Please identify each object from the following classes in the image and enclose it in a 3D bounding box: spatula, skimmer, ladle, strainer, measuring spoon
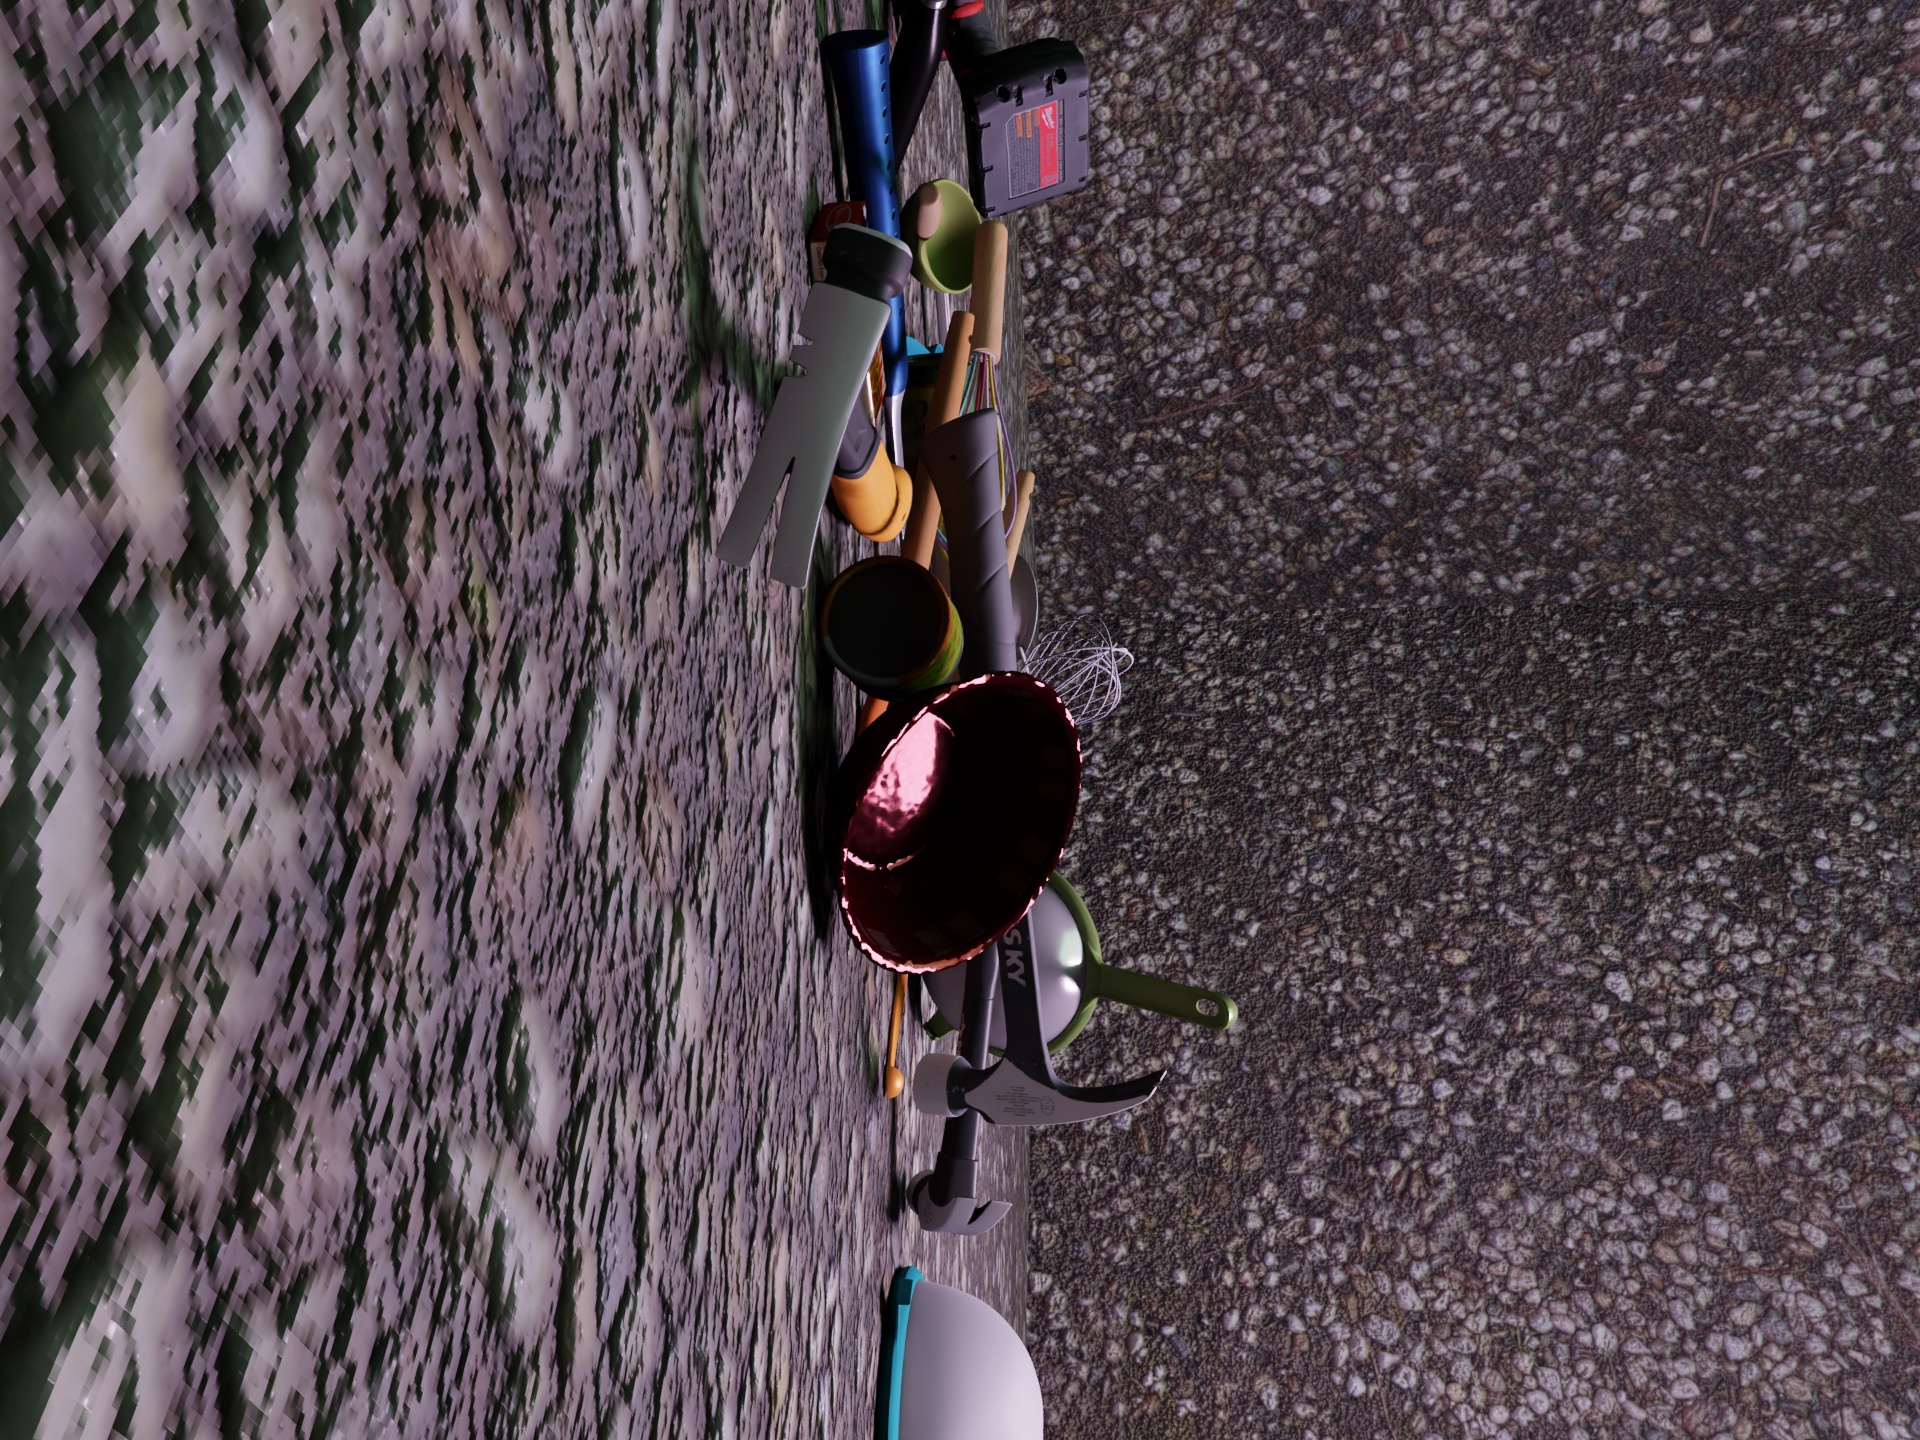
[{"bbox_3d":[-0.021,-0.071,0.896,0.081,0.041,0.322,12,88,-72],"label":"spatula"},{"bbox_3d":[-0.025,-0.421,0.780,0.363,0.090,0.127,118,-24,-51],"label":"skimmer"},{"bbox_3d":[-0.010,-0.311,0.990,0.320,0.062,0.078,-98,-178,-78],"label":"ladle"},{"bbox_3d":[0.062,0.178,1.095,0.069,0.256,0.151,-4,100,-53],"label":"strainer"},{"bbox_3d":[-0.038,0.195,1.021,0.117,0.011,0.021,-84,171,-55],"label":"measuring spoon"},{"bbox_3d":[0.006,0.515,0.977,0.210,0.095,0.341,77,12,-68],"label":"strainer"},{"bbox_3d":[-0.002,-0.003,0.970,0.069,0.031,0.315,46,60,-79],"label":"ladle"},{"bbox_3d":[0.023,-0.143,1.200,0.087,0.050,0.259,-39,-133,52],"label":"strainer"},{"bbox_3d":[-0.035,-0.262,1.163,0.128,0.021,0.042,-8,98,-76],"label":"measuring spoon"}]

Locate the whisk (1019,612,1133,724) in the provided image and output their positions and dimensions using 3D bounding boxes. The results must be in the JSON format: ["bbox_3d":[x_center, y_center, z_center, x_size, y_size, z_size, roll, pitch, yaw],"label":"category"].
[{"bbox_3d":[0.038,0.000,1.131,0.284,0.070,0.070,141,-45,-58],"label":"whisk"}]

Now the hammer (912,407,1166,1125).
[{"bbox_3d":[0.025,0.037,0.869,0.036,0.149,0.408,-34,121,-61],"label":"hammer"}]

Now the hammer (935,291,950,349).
[{"bbox_3d":[-0.006,-0.234,1.333,0.149,0.036,0.358,-83,171,-56],"label":"hammer"}]

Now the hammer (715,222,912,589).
[{"bbox_3d":[-0.048,-0.110,0.716,0.337,0.034,0.127,38,71,-89],"label":"hammer"}]

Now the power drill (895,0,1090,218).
[{"bbox_3d":[0.010,-0.456,1.052,0.143,0.078,0.220,81,-13,-64],"label":"power drill"}]

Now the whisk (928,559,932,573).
[{"bbox_3d":[-0.008,-0.075,1.223,0.055,0.055,0.239,79,15,-63],"label":"whisk"}]

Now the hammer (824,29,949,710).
[{"bbox_3d":[-0.040,-0.187,0.932,0.144,0.035,0.405,-83,171,-56],"label":"hammer"}]

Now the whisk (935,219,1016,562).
[{"bbox_3d":[0.009,-0.207,0.994,0.047,0.051,0.245,133,-36,-64],"label":"whisk"}]

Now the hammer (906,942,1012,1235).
[{"bbox_3d":[0.015,0.163,1.033,0.146,0.035,0.335,149,-50,-74],"label":"hammer"}]

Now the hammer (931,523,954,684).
[{"bbox_3d":[-0.007,-0.065,1.125,0.146,0.038,0.411,-54,-150,42],"label":"hammer"}]
